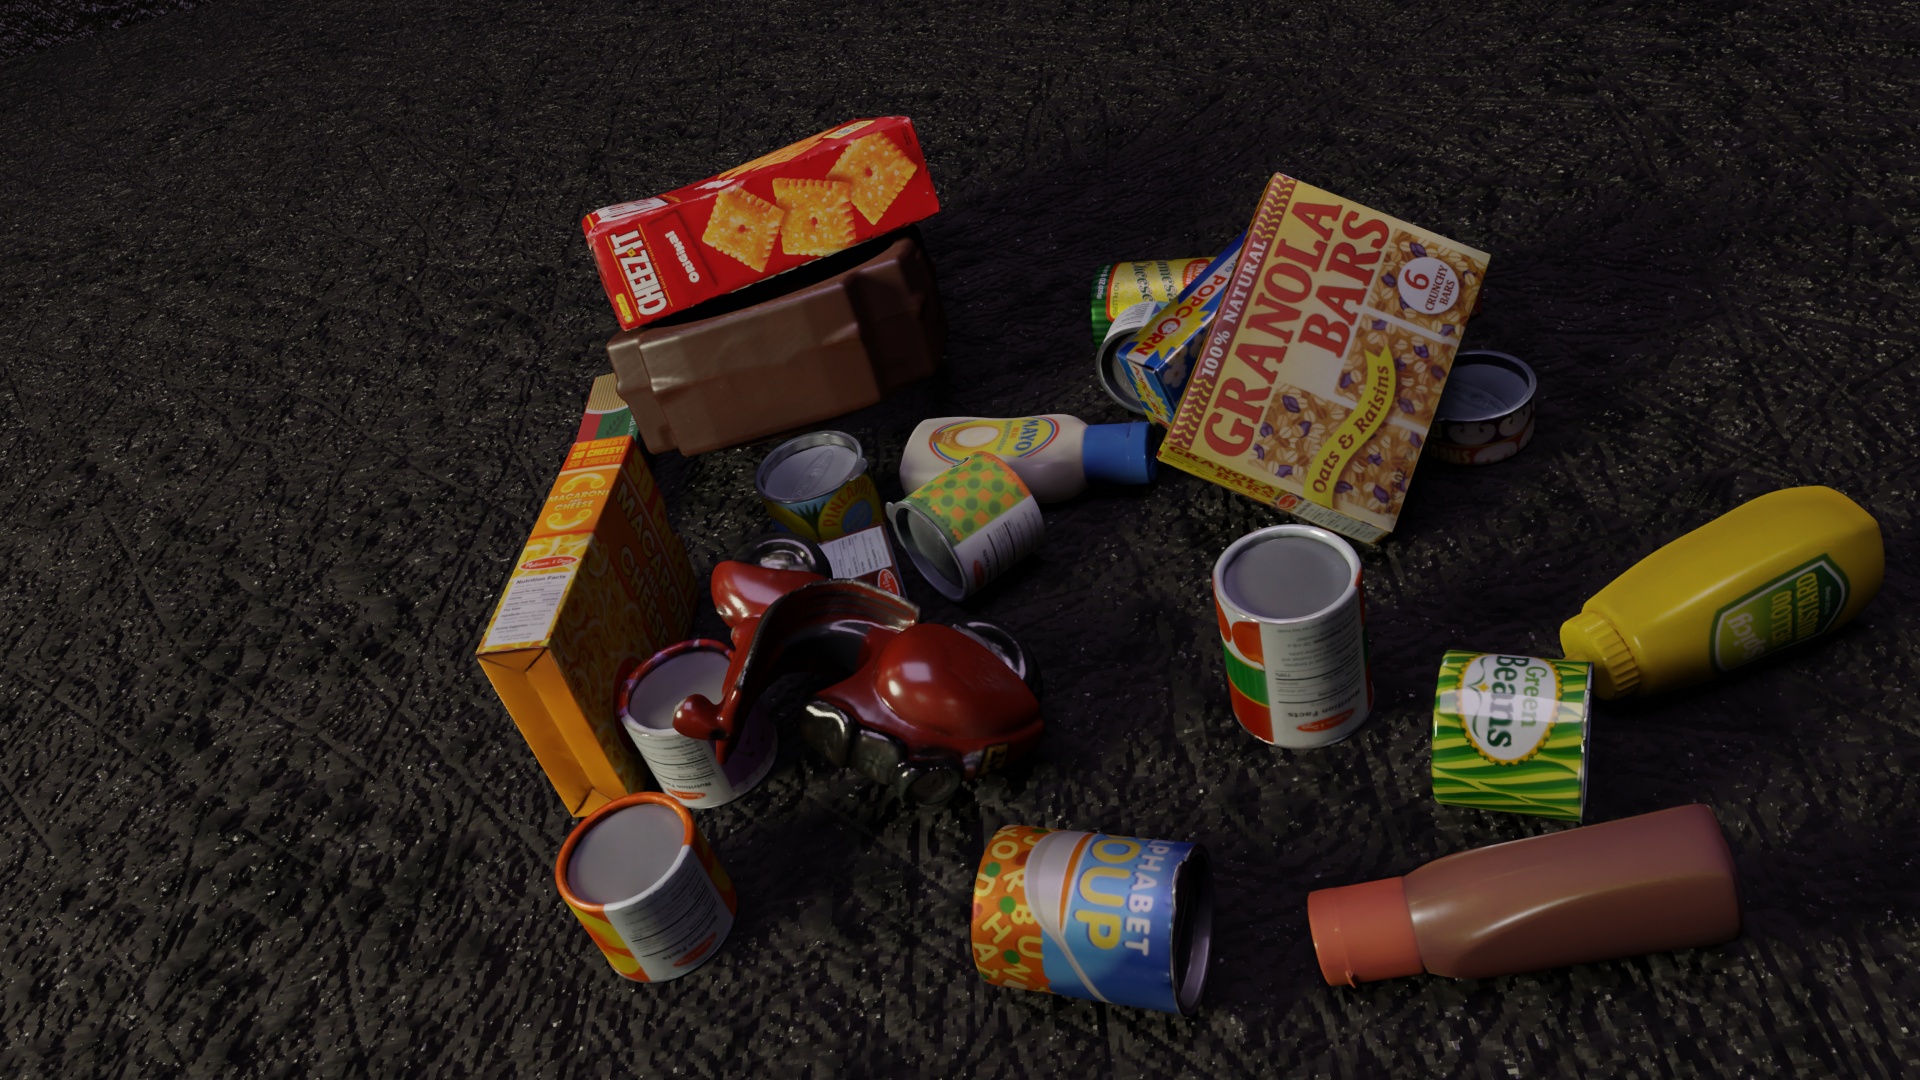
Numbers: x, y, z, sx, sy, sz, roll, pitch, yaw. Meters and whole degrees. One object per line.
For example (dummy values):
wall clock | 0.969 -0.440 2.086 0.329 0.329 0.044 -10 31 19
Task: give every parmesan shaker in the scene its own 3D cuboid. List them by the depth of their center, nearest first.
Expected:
parmesan shaker | 0.140 -0.144 0.883 0.103 0.071 0.072 1 42 22

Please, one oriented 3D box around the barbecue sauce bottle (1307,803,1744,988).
barbecue sauce bottle | 0.209 0.138 0.524 0.148 0.064 0.044 -15 46 17

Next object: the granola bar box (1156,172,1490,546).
granola bar box | 0.192 -0.096 0.736 0.124 0.039 0.166 23 77 4

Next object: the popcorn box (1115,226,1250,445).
popcorn box | 0.158 -0.114 0.804 0.127 0.085 0.038 -44 40 -11

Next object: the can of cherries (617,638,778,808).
can of cherries | -0.133 0.091 0.712 0.071 0.058 0.072 -11 39 9

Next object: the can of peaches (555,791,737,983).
can of peaches | -0.145 0.157 0.638 0.071 0.057 0.071 -11 40 9

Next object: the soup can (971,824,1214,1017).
soup can | 0.054 0.149 0.560 0.084 0.071 0.072 1 42 23

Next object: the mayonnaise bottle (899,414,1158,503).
mayonnaise bottle | 0.041 -0.049 0.826 0.148 0.041 0.065 -2 39 20

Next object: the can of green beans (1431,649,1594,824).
can of green beans | 0.230 0.080 0.578 0.058 0.071 0.071 4 43 25

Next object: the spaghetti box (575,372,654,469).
spaghetti box | -0.237 -0.037 0.930 0.050 0.028 0.251 -13 39 8

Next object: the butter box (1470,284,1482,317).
butter box | 0.265 -0.138 0.860 0.104 0.024 0.053 -28 39 -13

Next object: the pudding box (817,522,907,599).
pudding box | -0.056 0.030 0.778 0.050 0.030 0.084 -18 39 -2

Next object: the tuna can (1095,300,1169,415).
tuna can | 0.121 -0.110 0.852 0.071 0.070 0.033 3 42 25

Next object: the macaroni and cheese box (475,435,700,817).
macaroni and cheese box | -0.189 0.042 0.740 0.040 0.123 0.167 -6 40 10

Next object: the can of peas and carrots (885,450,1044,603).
can of peas and carrots | 0.003 -0.010 0.773 0.059 0.070 0.071 -35 41 -21

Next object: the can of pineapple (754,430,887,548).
can of pineapple | -0.081 -0.023 0.828 0.071 0.057 0.071 -11 39 9

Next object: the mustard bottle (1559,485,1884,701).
mustard bottle | 0.318 0.033 0.607 0.160 0.065 0.049 -26 33 0

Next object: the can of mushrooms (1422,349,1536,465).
can of mushrooms | 0.281 -0.073 0.768 0.071 0.033 0.071 -10 40 9

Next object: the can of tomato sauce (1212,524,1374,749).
can of tomato sauce | 0.153 0.043 0.639 0.071 0.082 0.071 -11 39 9
